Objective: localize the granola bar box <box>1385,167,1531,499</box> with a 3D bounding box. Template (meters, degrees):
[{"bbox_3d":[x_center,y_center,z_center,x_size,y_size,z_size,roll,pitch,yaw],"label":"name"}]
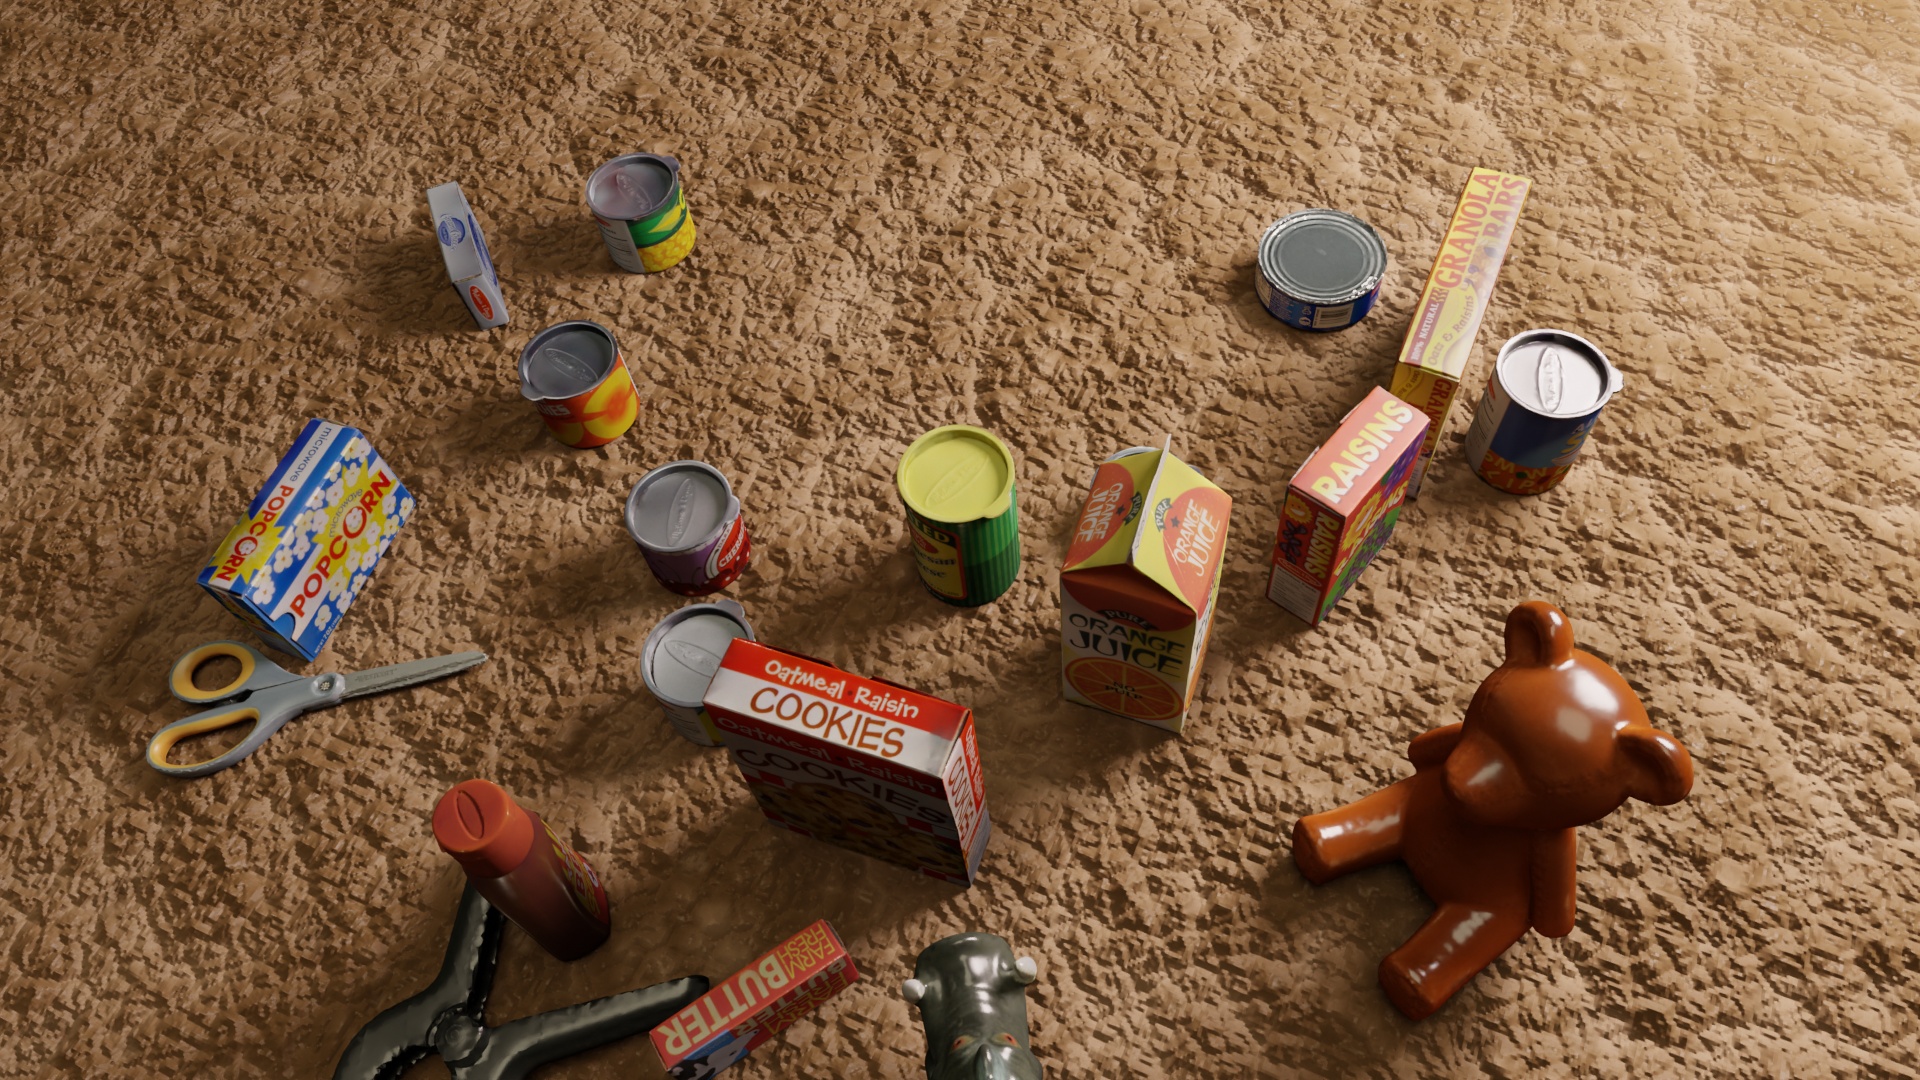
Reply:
[{"bbox_3d":[0.297,-0.127,0.855,0.039,0.123,0.166,20,62,16],"label":"granola bar box"}]

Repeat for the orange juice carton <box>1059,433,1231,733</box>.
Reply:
[{"bbox_3d":[0.098,0.025,0.739,0.073,0.191,0.072,16,61,14],"label":"orange juice carton"}]

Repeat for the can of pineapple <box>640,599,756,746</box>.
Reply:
[{"bbox_3d":[-0.144,0.078,0.807,0.071,0.057,0.071,-2,58,4],"label":"can of pineapple"}]

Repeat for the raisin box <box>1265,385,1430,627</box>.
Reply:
[{"bbox_3d":[0.219,-0.017,0.795,0.040,0.122,0.086,36,68,23],"label":"raisin box"}]

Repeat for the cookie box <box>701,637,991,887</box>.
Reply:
[{"bbox_3d":[-0.052,0.117,0.710,0.123,0.166,0.040,15,61,14],"label":"cookie box"}]

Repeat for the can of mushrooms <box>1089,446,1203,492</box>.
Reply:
[{"bbox_3d":[0.116,-0.022,0.860,0.071,0.033,0.071,-2,58,4],"label":"can of mushrooms"}]

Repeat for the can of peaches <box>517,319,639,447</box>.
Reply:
[{"bbox_3d":[-0.255,-0.102,0.927,0.071,0.057,0.071,-2,58,4],"label":"can of peaches"}]

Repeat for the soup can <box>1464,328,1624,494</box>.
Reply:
[{"bbox_3d":[0.352,-0.076,0.843,0.071,0.083,0.071,-2,58,4],"label":"soup can"}]

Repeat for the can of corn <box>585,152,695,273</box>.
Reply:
[{"bbox_3d":[-0.229,-0.238,1.009,0.071,0.058,0.071,-2,58,4],"label":"can of corn"}]

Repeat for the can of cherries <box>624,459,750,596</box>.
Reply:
[{"bbox_3d":[-0.165,-0.006,0.860,0.071,0.058,0.072,-2,58,4],"label":"can of cherries"}]

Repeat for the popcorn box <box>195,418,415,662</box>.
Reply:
[{"bbox_3d":[-0.402,-0.001,0.862,0.038,0.084,0.127,15,61,14],"label":"popcorn box"}]

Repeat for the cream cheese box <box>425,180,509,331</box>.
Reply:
[{"bbox_3d":[-0.356,-0.206,1.003,0.024,0.053,0.104,-21,59,-8],"label":"cream cheese box"}]

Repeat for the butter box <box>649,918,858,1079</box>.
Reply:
[{"bbox_3d":[-0.103,0.236,0.708,0.104,0.053,0.024,-31,61,-14],"label":"butter box"}]

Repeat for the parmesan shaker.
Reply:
[{"bbox_3d":[0.003,-0.010,0.821,0.071,0.102,0.071,-2,59,4],"label":"parmesan shaker"}]

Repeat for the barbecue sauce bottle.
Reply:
[{"bbox_3d":[-0.223,0.165,0.706,0.044,0.147,0.065,-29,61,-12],"label":"barbecue sauce bottle"}]
